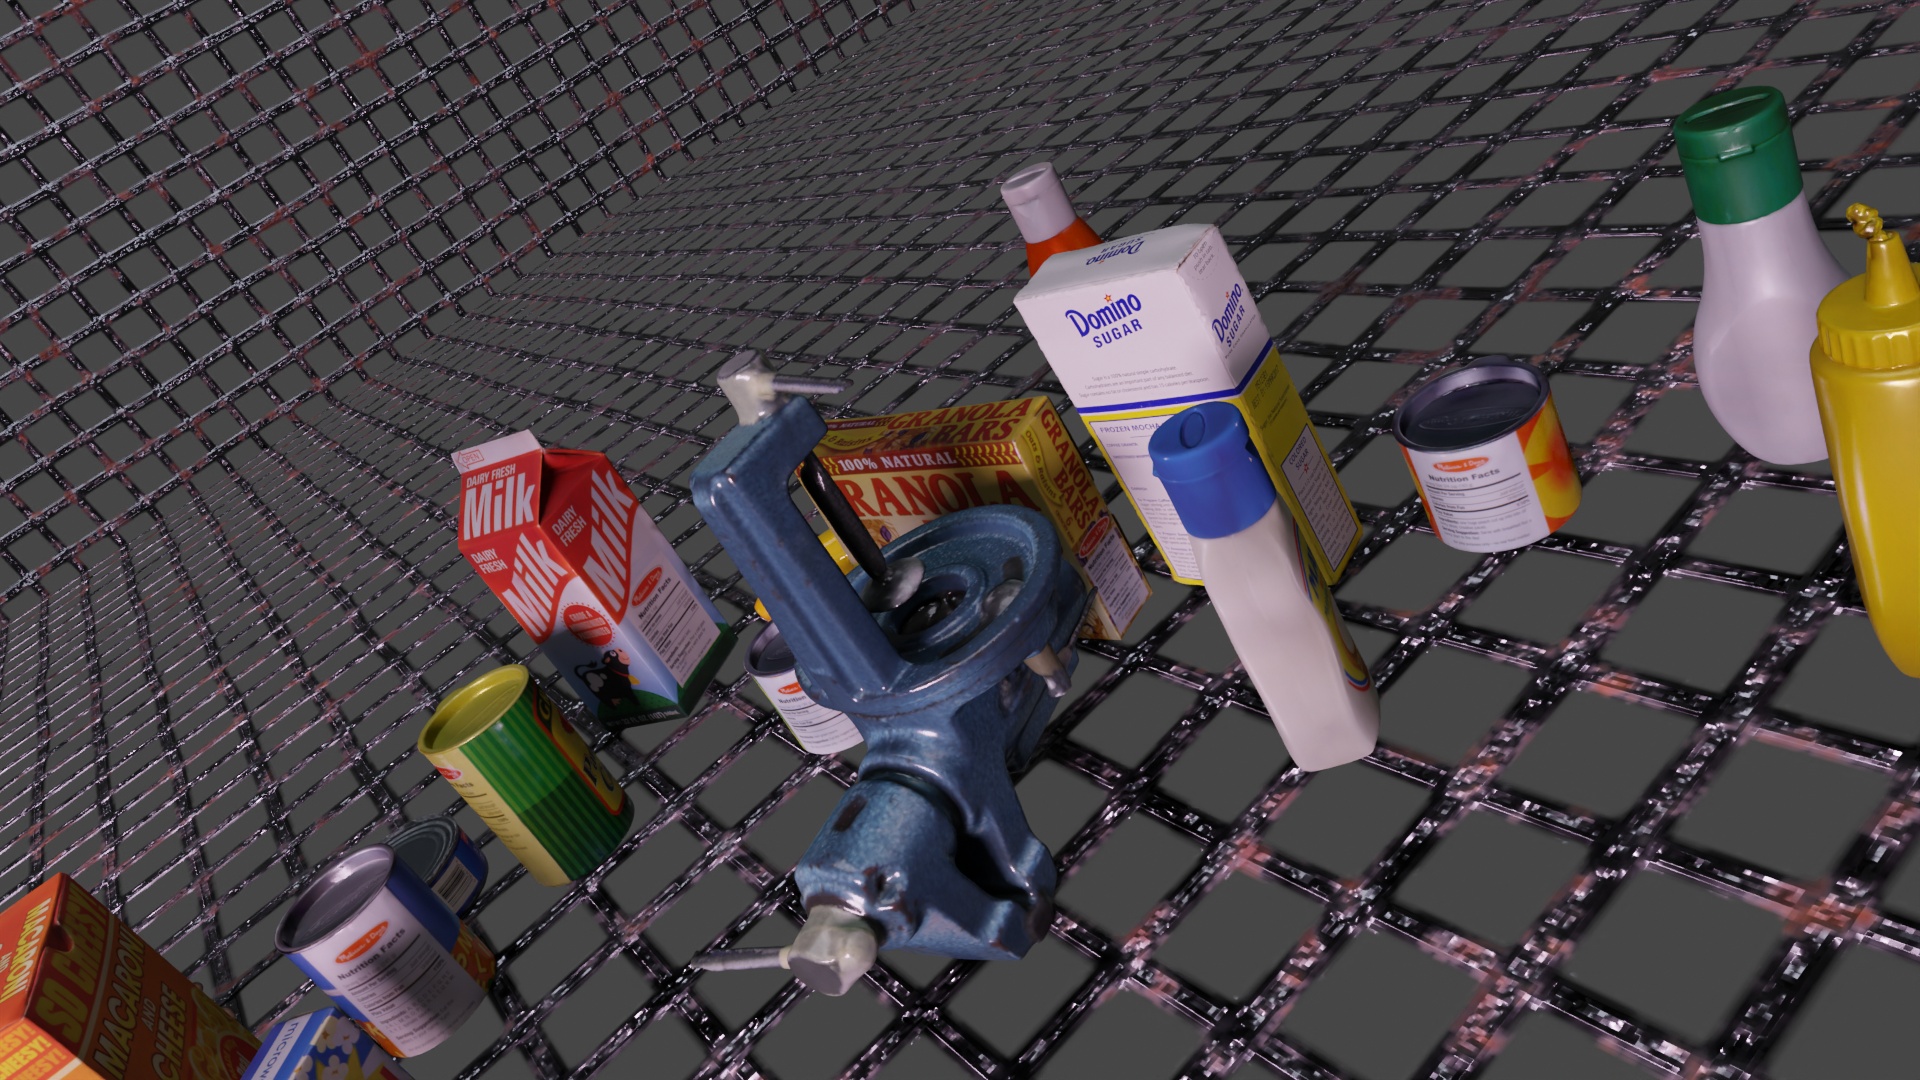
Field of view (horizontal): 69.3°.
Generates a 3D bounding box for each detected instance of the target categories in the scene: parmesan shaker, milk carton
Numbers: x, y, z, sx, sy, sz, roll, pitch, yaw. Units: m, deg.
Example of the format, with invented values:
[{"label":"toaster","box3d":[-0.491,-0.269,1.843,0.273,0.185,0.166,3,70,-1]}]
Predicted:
[{"label":"parmesan shaker","box3d":[-0.231,0.125,0.743,0.071,0.102,0.071,-24,27,13]},{"label":"milk carton","box3d":[-0.222,0.018,0.822,0.072,0.190,0.074,-13,32,32]}]

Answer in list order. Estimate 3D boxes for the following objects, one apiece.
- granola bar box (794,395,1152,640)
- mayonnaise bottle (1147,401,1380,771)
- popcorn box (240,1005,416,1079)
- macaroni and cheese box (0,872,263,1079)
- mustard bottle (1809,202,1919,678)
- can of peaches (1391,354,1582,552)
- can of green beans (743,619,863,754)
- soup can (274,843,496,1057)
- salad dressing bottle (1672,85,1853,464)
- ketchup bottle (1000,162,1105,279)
[{"label":"granola bar box","box3d":[0.003,-0.009,0.715,0.165,0.124,0.039,-1,39,45]},{"label":"mayonnaise bottle","box3d":[0.117,0.017,0.529,0.041,0.147,0.065,-20,28,21]},{"label":"popcorn box","box3d":[-0.265,0.266,0.556,0.038,0.085,0.127,-21,28,19]},{"label":"macaroni and cheese box","box3d":[-0.353,0.236,0.606,0.040,0.166,0.124,-37,27,-13]},{"label":"mustard bottle","box3d":[0.292,-0.032,0.422,0.048,0.159,0.066,-11,32,34]},{"label":"can of peaches","box3d":[0.231,-0.038,0.607,0.071,0.058,0.071,-24,27,13]},{"label":"can of green beans","box3d":[-0.070,0.069,0.728,0.071,0.057,0.071,-24,27,13]},{"label":"soup can","box3d":[-0.282,0.201,0.686,0.071,0.083,0.072,-24,27,13]},{"label":"salad dressing bottle","box3d":[0.311,-0.100,0.533,0.064,0.147,0.044,-13,32,32]},{"label":"ketchup bottle","box3d":[0.074,-0.169,0.890,0.064,0.148,0.044,-14,31,31]}]
